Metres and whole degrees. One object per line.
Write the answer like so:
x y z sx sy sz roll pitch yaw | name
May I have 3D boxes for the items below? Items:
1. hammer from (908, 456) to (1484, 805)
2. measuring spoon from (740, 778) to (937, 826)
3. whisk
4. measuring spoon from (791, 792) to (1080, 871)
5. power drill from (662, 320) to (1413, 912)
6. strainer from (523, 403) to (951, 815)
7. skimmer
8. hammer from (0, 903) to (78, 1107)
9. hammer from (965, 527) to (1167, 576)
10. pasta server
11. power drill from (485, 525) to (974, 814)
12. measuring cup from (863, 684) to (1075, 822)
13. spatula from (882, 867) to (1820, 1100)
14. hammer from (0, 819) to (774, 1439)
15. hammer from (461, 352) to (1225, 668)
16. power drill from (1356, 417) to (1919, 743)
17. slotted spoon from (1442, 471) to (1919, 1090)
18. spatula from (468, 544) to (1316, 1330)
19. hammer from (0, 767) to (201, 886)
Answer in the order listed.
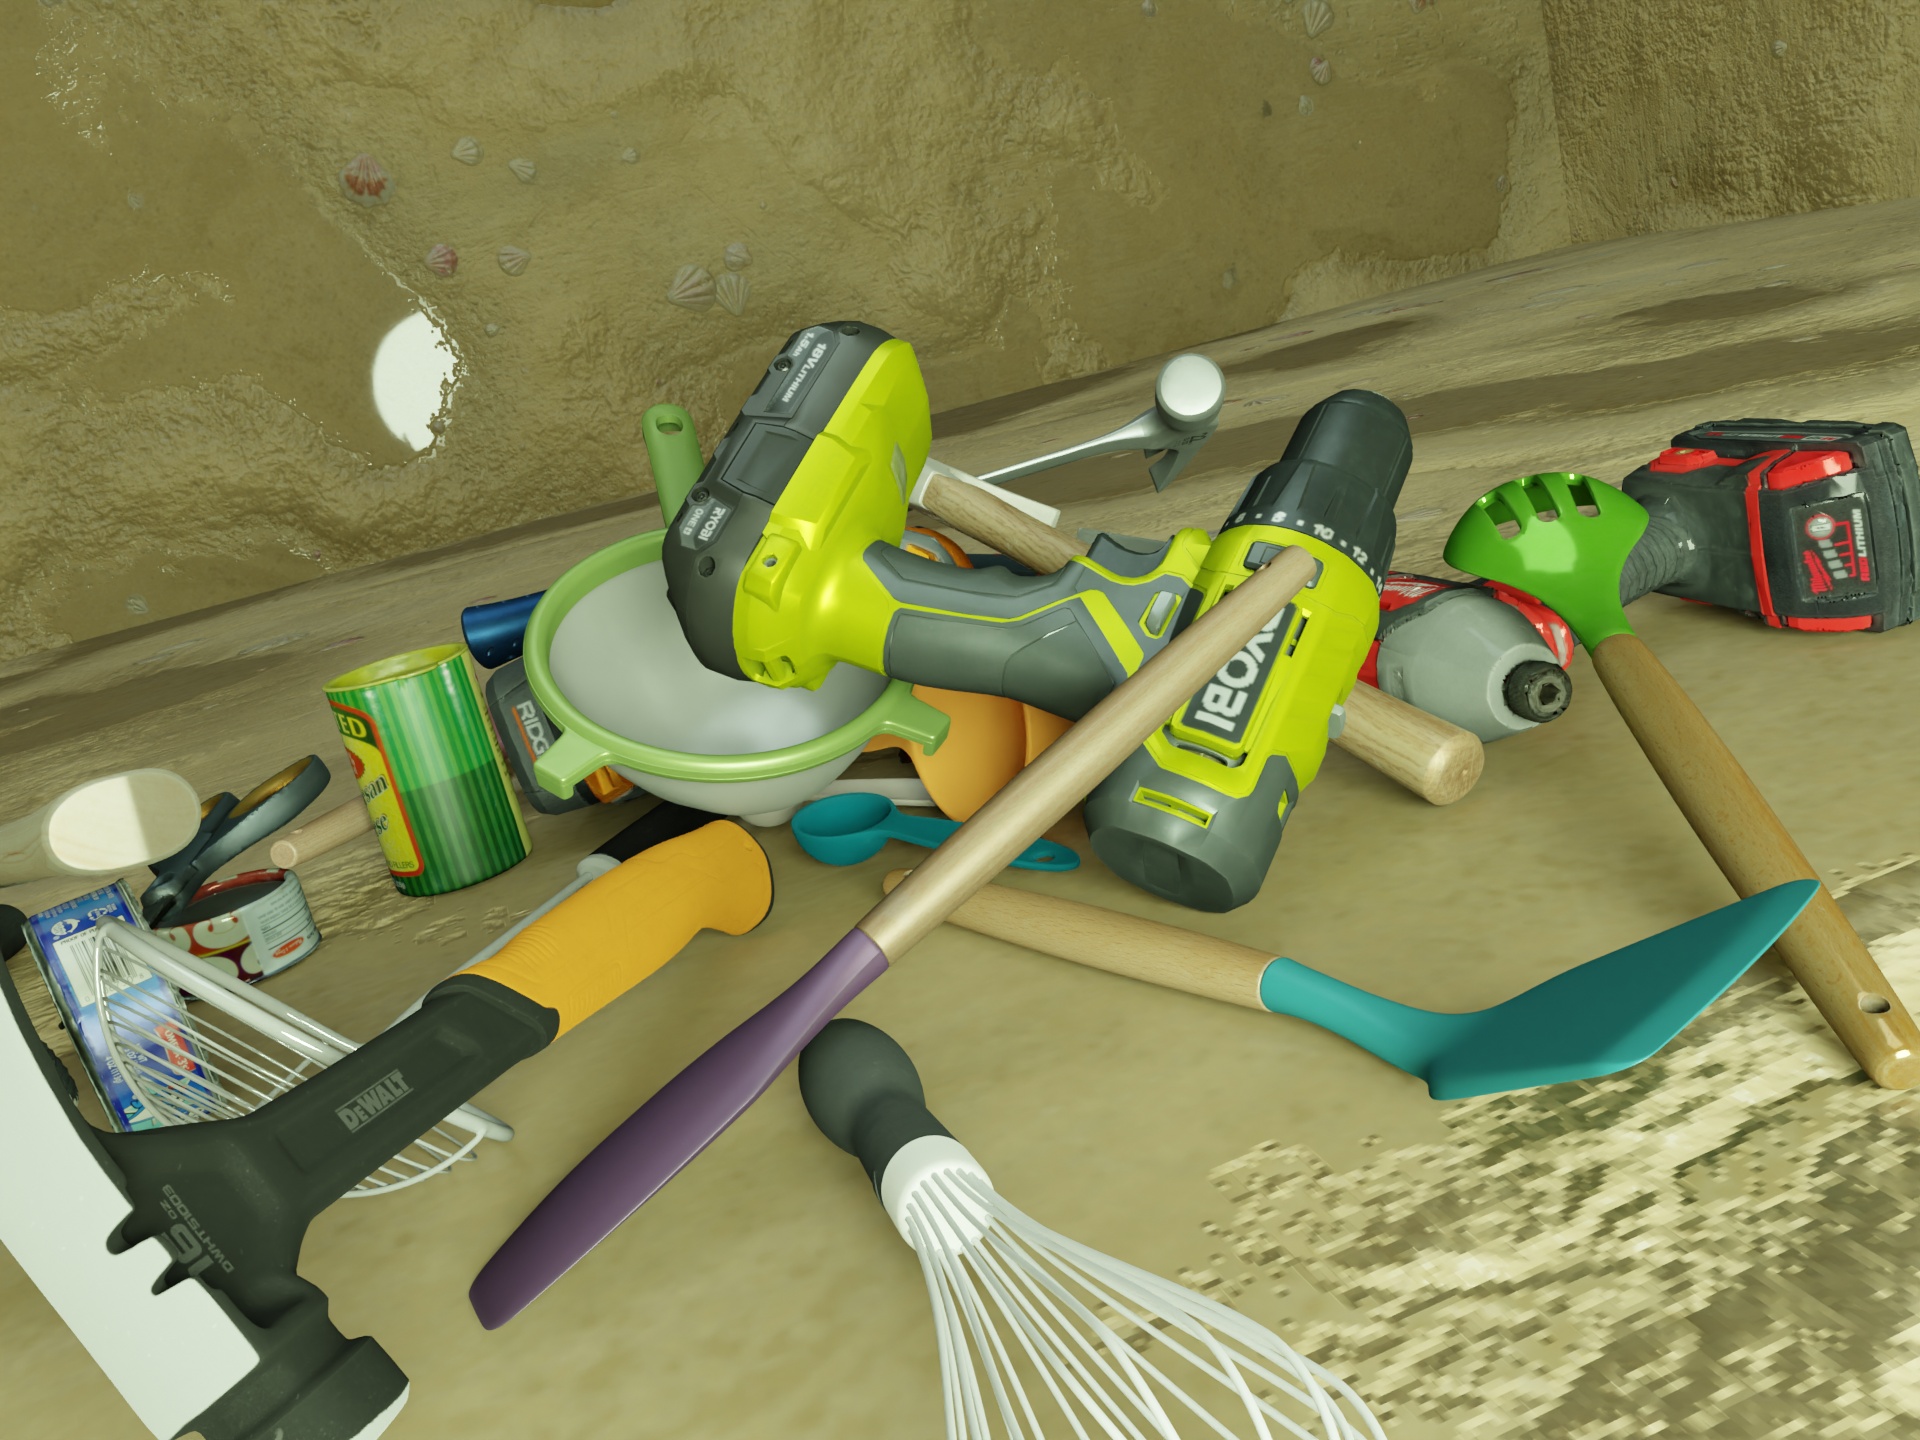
0.067 -0.052 0.649 0.130 0.031 0.332 14 15 -48 | hammer
-0.042 0.037 0.692 0.124 0.018 0.034 -1 24 20 | measuring spoon
0.004 0.108 0.320 0.070 0.070 0.285 -18 11 -15 | whisk
-0.010 0.051 0.612 0.129 0.021 0.042 8 26 33 | measuring spoon
0.033 -0.058 0.555 0.228 0.080 0.191 20 68 17 | power drill
-0.107 -0.044 0.669 0.151 0.069 0.257 -7 42 -15 | strainer
-0.148 0.055 0.569 0.127 0.090 0.363 25 22 8 | skimmer
-0.394 0.126 0.594 0.149 0.036 0.409 -40 20 -18 | hammer
0.043 -0.088 0.944 0.143 0.038 0.386 5 4 -25 | hammer
-0.278 0.021 0.844 0.060 0.040 0.316 -4 11 7 | pasta server
-0.098 -0.033 0.786 0.226 0.084 0.164 -21 4 7 | power drill
-0.001 -0.002 0.668 0.052 0.095 0.174 -11 3 -31 | measuring cup
0.069 0.059 0.451 0.082 0.044 0.318 -28 20 -33 | spatula
-0.124 0.069 0.441 0.034 0.127 0.337 -39 -1 13 | hammer
-0.062 -0.101 0.840 0.405 0.035 0.144 -17 -5 3 | hammer
0.256 -0.050 0.626 0.219 0.078 0.143 -20 16 -11 | power drill
0.206 -0.008 0.471 0.070 0.031 0.314 -15 30 11 | slotted spoon
-0.007 0.046 0.442 0.316 0.018 0.060 -41 14 -20 | spatula
-0.402 0.058 0.662 0.146 0.038 0.411 -18 5 -37 | hammer
